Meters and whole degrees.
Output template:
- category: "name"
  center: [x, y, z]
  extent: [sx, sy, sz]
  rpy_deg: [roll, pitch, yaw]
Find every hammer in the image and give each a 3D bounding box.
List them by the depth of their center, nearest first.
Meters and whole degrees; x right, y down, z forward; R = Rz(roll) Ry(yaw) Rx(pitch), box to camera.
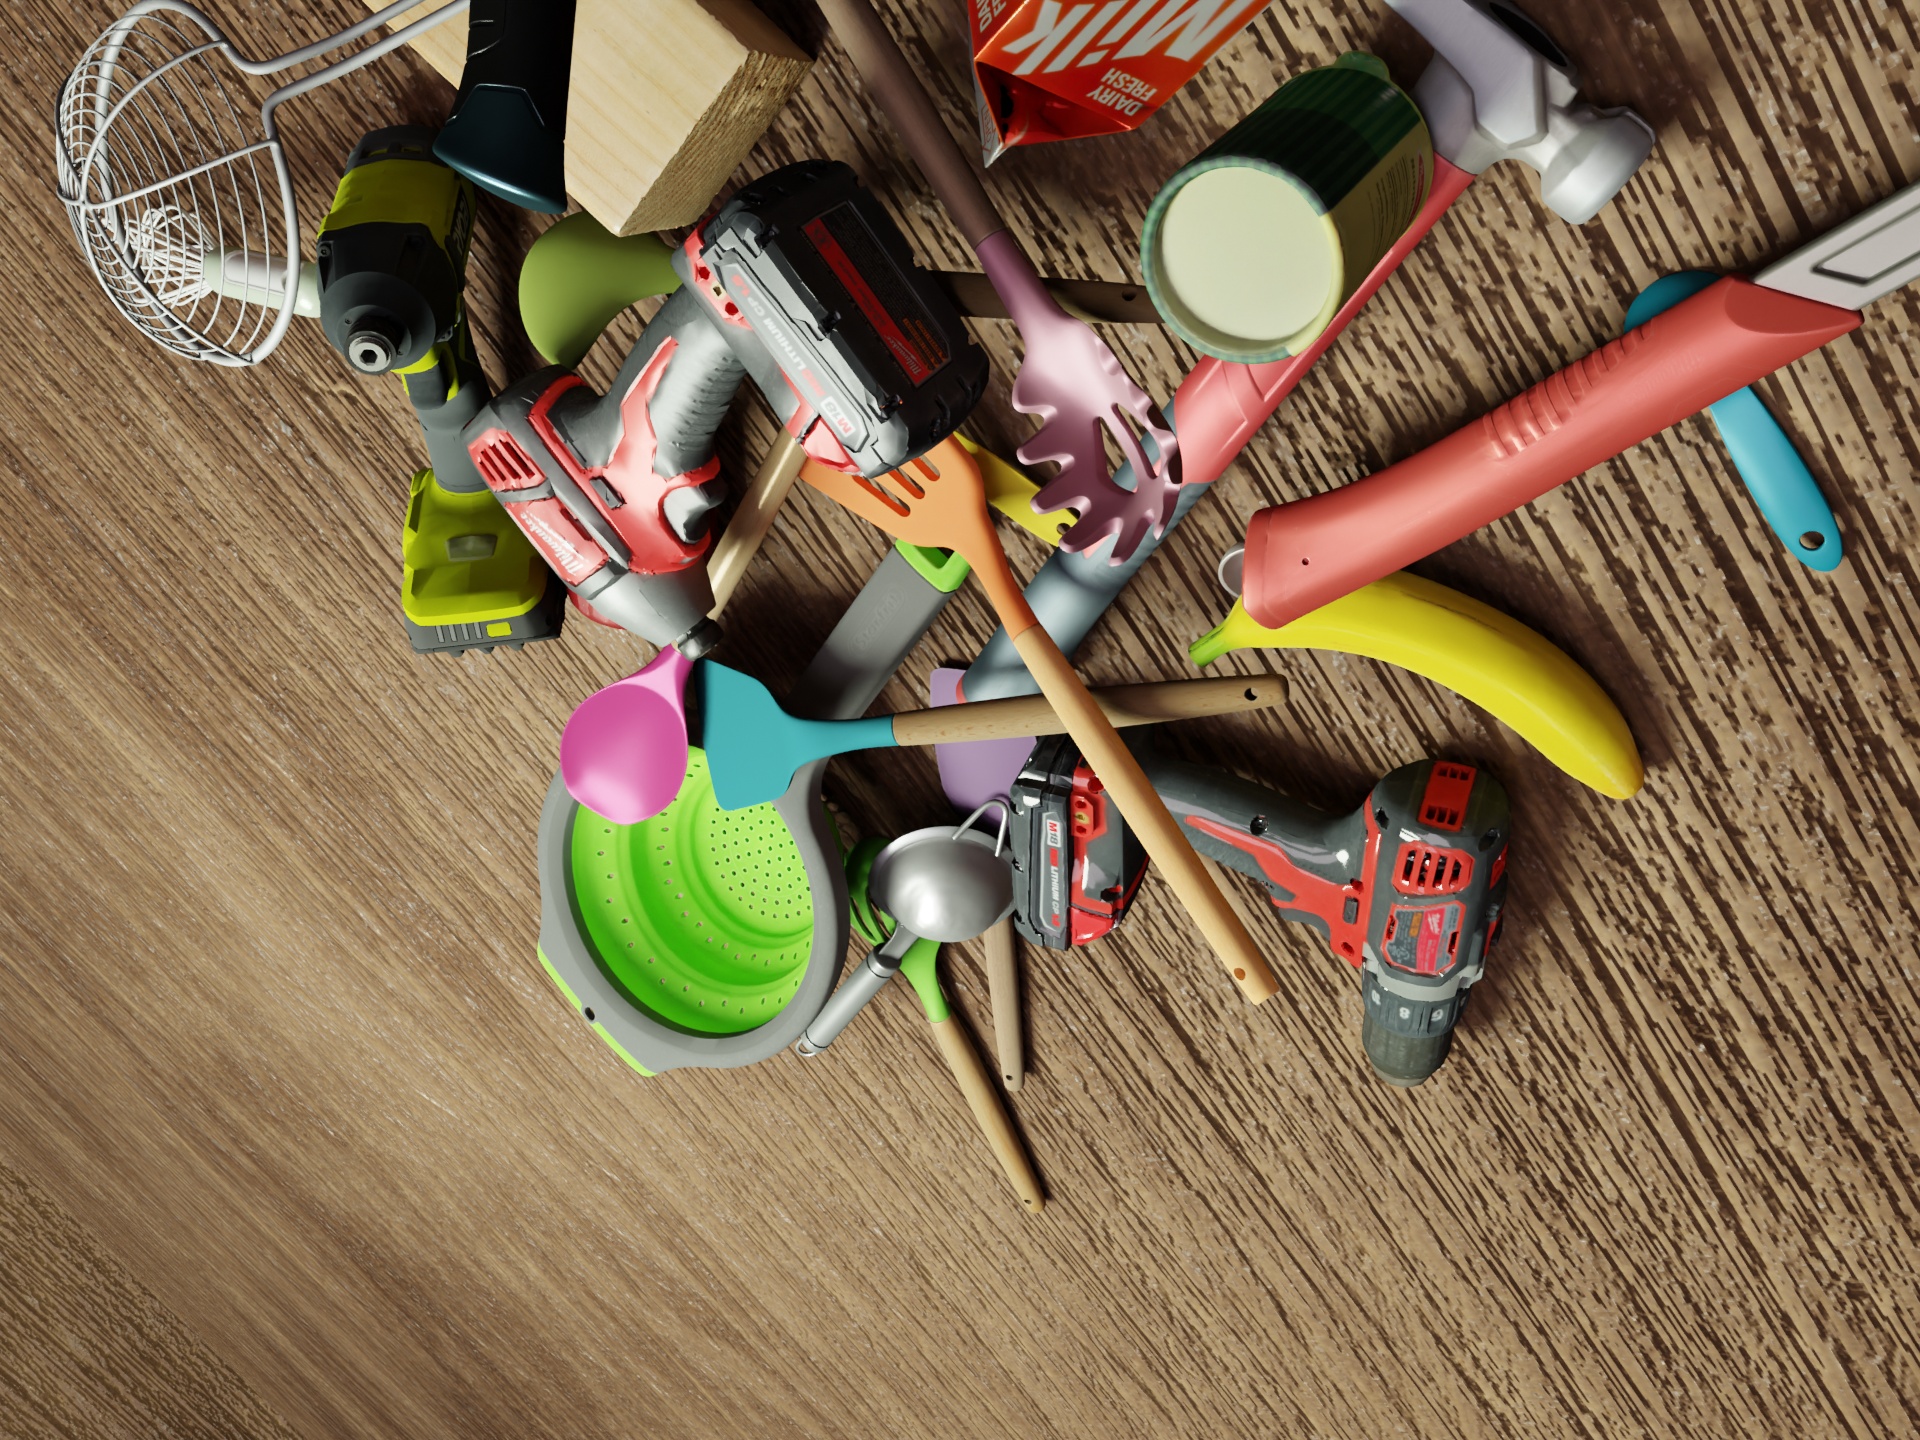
- category: "hammer"
  center: [-0.129, -0.329, 0.498]
  extent: [0.128, 0.033, 0.331]
  rpy_deg: [7, 95, 3]
- category: "hammer"
  center: [0.249, -0.114, 0.534]
  extent: [0.359, 0.037, 0.149]
  rpy_deg: [-30, 99, 38]
- category: "hammer"
  center: [0.085, -0.126, 0.650]
  extent: [0.143, 0.038, 0.386]
  rpy_deg: [39, 134, 0]

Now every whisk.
- category: "whisk"
  center: [-0.375, -0.230, 0.807]
  extent: [0.246, 0.058, 0.059]
  rpy_deg: [22, 172, 42]

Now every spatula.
- category: "spatula"
  center: [0.036, -0.016, 0.685]
  extent: [0.081, 0.041, 0.323]
  rpy_deg: [-45, 71, 41]
- category: "spatula"
  center: [-0.001, -0.002, 0.747]
  extent: [0.317, 0.044, 0.082]
  rpy_deg: [-5, 98, 25]
- category: "spatula"
  center: [0.022, 0.102, 0.901]
  extent: [0.060, 0.018, 0.315]
  rpy_deg: [10, 129, 20]

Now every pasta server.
- category: "pasta server"
  center: [-0.007, -0.201, 0.593]
  extent: [0.060, 0.040, 0.316]
  rpy_deg: [-33, 87, 39]

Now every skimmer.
- category: "skimmer"
  center: [-0.163, -0.251, 0.567]
  extent: [0.363, 0.090, 0.127]
  rpy_deg: [-27, 90, 3]

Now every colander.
- category: "colander"
  center: [-0.089, 0.030, 0.871]
  extent: [0.204, 0.094, 0.397]
  rpy_deg: [45, 119, 12]

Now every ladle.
- category: "ladle"
  center: [-0.059, -0.177, 0.675]
  extent: [0.320, 0.078, 0.062]
  rpy_deg: [11, 163, 26]

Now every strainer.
- category: "strainer"
  center: [-0.039, 0.135, 0.912]
  extent: [0.086, 0.050, 0.258]
  rpy_deg: [22, 134, -17]

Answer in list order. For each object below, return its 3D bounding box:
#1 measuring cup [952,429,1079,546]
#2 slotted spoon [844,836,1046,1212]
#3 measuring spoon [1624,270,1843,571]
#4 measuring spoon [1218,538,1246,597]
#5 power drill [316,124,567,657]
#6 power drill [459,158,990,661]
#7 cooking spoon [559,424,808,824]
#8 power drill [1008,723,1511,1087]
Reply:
- category: "measuring cup"
  center: [0.000, -0.130, 0.724]
  extent: [0.156, 0.029, 0.062]
  rpy_deg: [35, 130, -16]
- category: "slotted spoon"
  center: [-0.002, 0.202, 0.994]
  extent: [0.070, 0.031, 0.313]
  rpy_deg: [-5, 124, 30]
- category: "measuring spoon"
  center: [0.280, -0.101, 0.567]
  extent: [0.042, 0.021, 0.128]
  rpy_deg: [-26, 107, 43]
- category: "measuring spoon"
  center: [0.165, -0.080, 0.666]
  extent: [0.124, 0.018, 0.034]
  rpy_deg: [-19, 132, 34]
- category: "power drill"
  center: [-0.250, -0.145, 0.764]
  extent: [0.080, 0.171, 0.223]
  rpy_deg: [-7, 134, -4]
- category: "power drill"
  center: [-0.101, -0.115, 0.656]
  extent: [0.219, 0.078, 0.143]
  rpy_deg: [-27, 105, 39]
- category: "cooking spoon"
  center: [-0.125, -0.054, 0.776]
  extent: [0.068, 0.017, 0.318]
  rpy_deg: [32, 127, -5]
- category: "power drill"
  center: [0.144, 0.087, 0.774]
  extent: [0.227, 0.080, 0.187]
  rpy_deg: [12, 131, 20]
